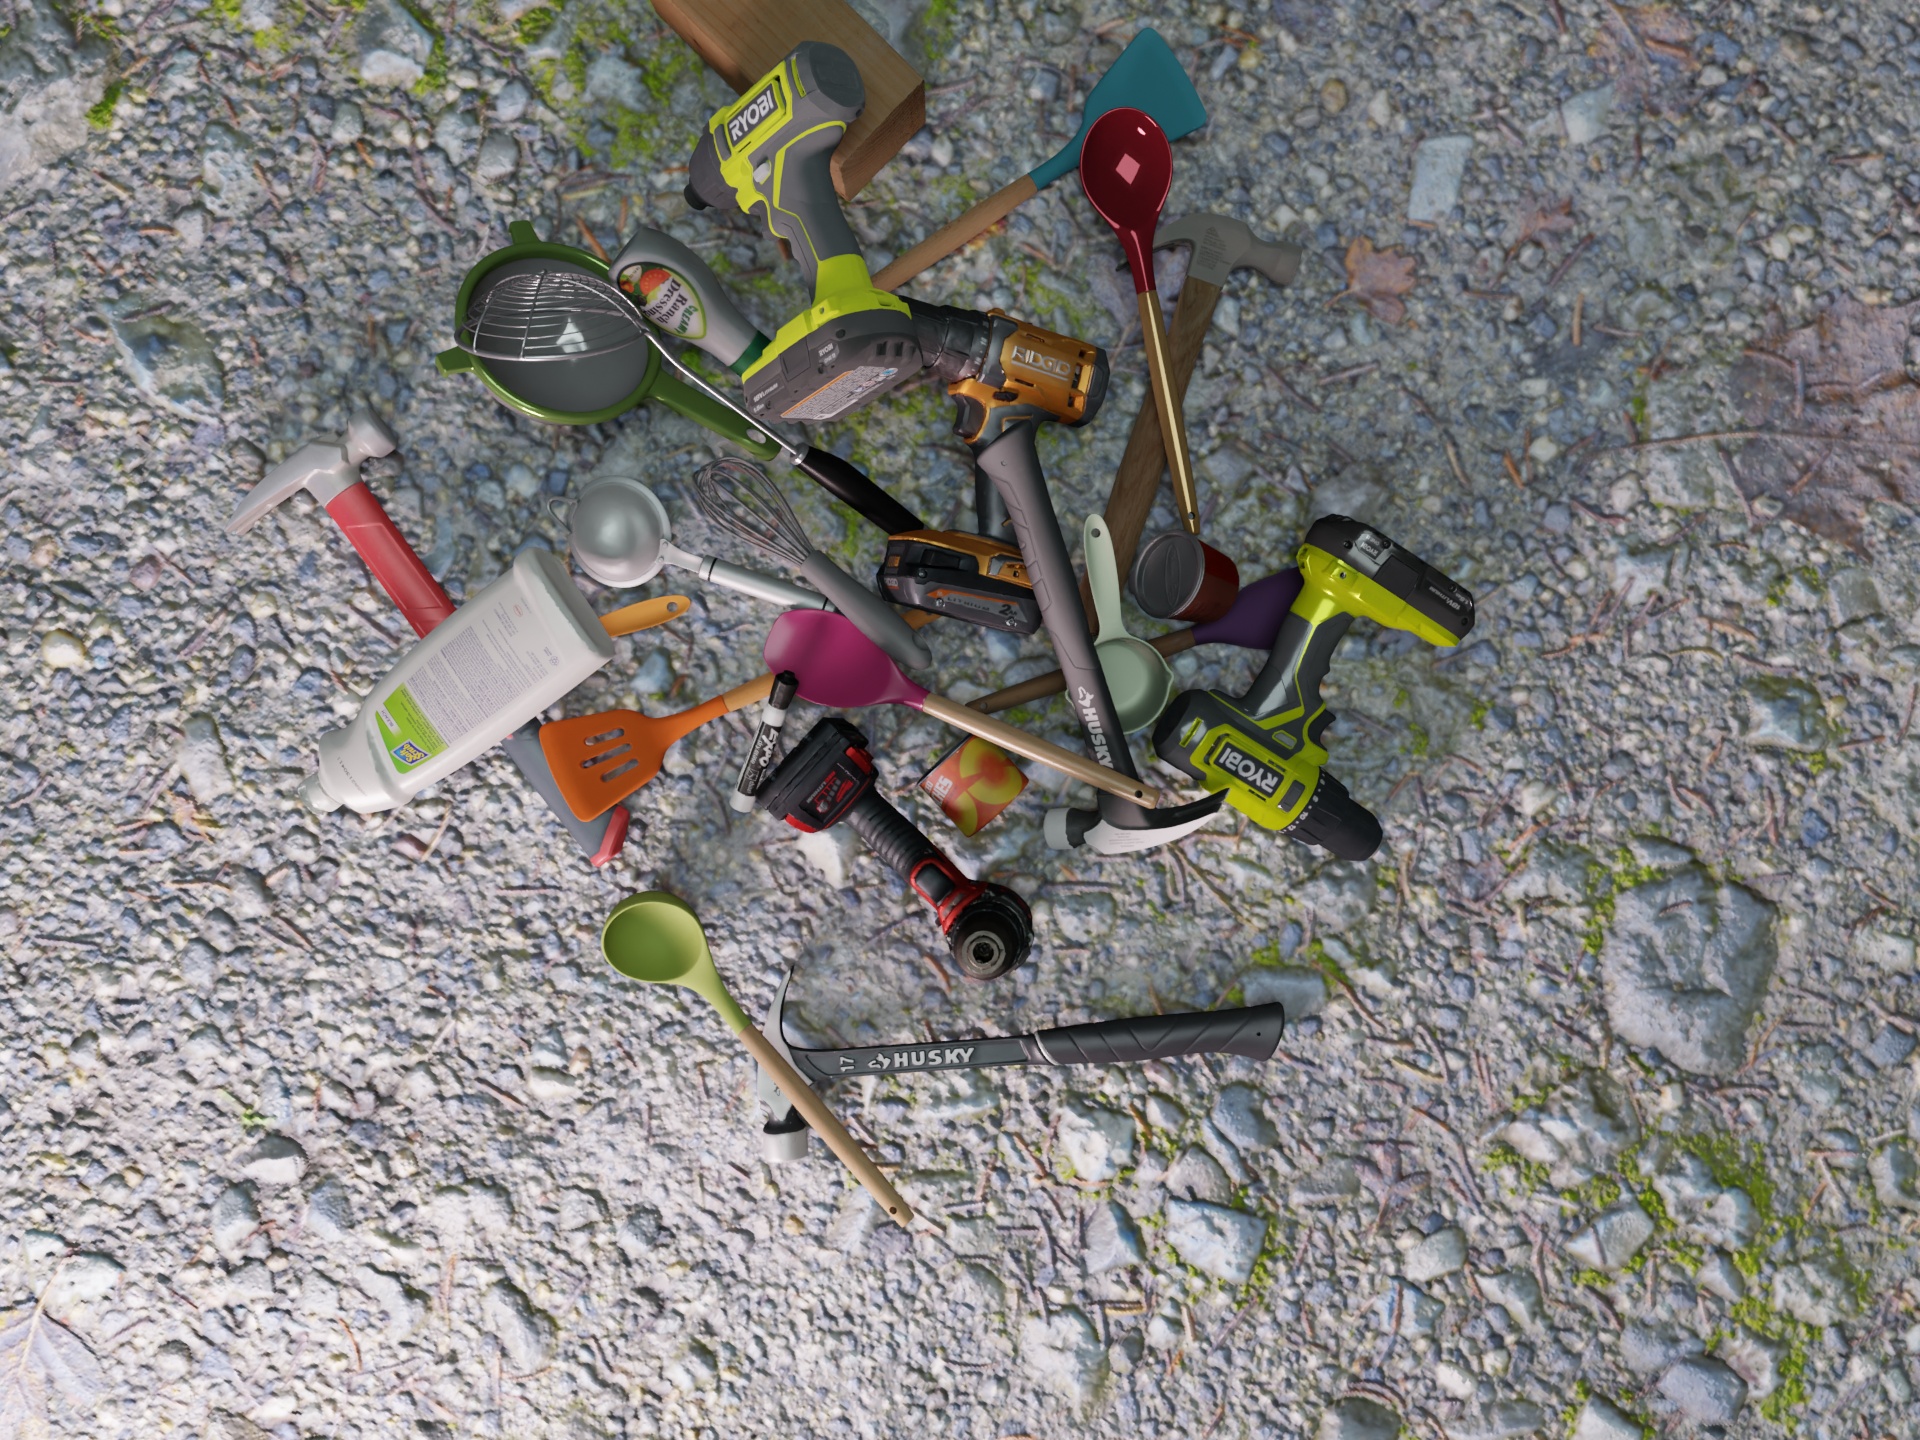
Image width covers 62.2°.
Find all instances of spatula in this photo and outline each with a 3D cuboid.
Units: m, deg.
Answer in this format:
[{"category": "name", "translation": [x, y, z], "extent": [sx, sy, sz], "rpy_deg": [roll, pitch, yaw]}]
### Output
[{"category": "spatula", "translation": [-0.158, -0.023, 1.213], "extent": [0.322, 0.041, 0.081], "rpy_deg": [-24, 89, -1]}, {"category": "spatula", "translation": [0.155, -0.054, 1.225], "extent": [0.316, 0.018, 0.060], "rpy_deg": [-18, 91, -1]}, {"category": "spatula", "translation": [0.033, -0.396, 1.203], "extent": [0.317, 0.044, 0.082], "rpy_deg": [-34, 98, 2]}]

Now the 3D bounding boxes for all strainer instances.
[{"category": "strainer", "translation": [-0.259, -0.253, 1.202], "extent": [0.256, 0.069, 0.152], "rpy_deg": [26, 61, -18]}, {"category": "strainer", "translation": [-0.199, -0.119, 1.207], "extent": [0.258, 0.050, 0.087], "rpy_deg": [19, 109, -1]}]

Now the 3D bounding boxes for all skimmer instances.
[{"category": "skimmer", "translation": [-0.183, -0.206, 1.153], "extent": [0.363, 0.127, 0.090], "rpy_deg": [33, 108, -26]}]

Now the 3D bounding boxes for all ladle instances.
[{"category": "ladle", "translation": [-0.149, 0.253, 1.183], "extent": [0.320, 0.062, 0.078], "rpy_deg": [47, 109, 11]}, {"category": "ladle", "translation": [0.145, -0.293, 1.183], "extent": [0.069, 0.031, 0.315], "rpy_deg": [-11, 94, 3]}]

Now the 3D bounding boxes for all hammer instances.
[{"category": "hammer", "translation": [0.146, -0.225, 1.214], "extent": [0.130, 0.031, 0.331], "rpy_deg": [19, 92, -1]}, {"category": "hammer", "translation": [0.046, 0.249, 1.226], "extent": [0.409, 0.036, 0.149], "rpy_deg": [-5, 91, -1]}, {"category": "hammer", "translation": [0.086, -0.053, 1.131], "extent": [0.146, 0.035, 0.334], "rpy_deg": [-6, 116, 30]}, {"category": "hammer", "translation": [-0.393, -0.042, 1.215], "extent": [0.143, 0.038, 0.386], "rpy_deg": [-36, 91, 2]}]

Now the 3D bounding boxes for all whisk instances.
[{"category": "whisk", "translation": [-0.109, -0.117, 1.184], "extent": [0.239, 0.055, 0.055], "rpy_deg": [42, 91, 13]}]

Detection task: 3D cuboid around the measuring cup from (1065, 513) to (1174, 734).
[{"category": "measuring cup", "translation": [0.109, -0.073, 1.188], "extent": [0.083, 0.038, 0.167], "rpy_deg": [-11, 103, -2]}]

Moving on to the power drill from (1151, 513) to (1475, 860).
[{"category": "power drill", "translation": [0.280, -0.020, 1.194], "extent": [0.190, 0.080, 0.228], "rpy_deg": [31, 97, -9]}]

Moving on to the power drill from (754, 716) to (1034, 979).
[{"category": "power drill", "translation": [-0.038, 0.101, 1.148], "extent": [0.227, 0.188, 0.080], "rpy_deg": [42, 92, 3]}]

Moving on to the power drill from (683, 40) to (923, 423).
[{"category": "power drill", "translation": [-0.118, -0.329, 1.110], "extent": [0.171, 0.080, 0.223], "rpy_deg": [-21, 81, 44]}]

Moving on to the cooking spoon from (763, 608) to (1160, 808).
[{"category": "cooking spoon", "translation": [-0.002, -0.004, 1.170], "extent": [0.319, 0.017, 0.069], "rpy_deg": [23, 92, 13]}]

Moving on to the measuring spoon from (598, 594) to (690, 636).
[{"category": "measuring spoon", "translation": [-0.264, -0.075, 1.230], "extent": [0.117, 0.011, 0.021], "rpy_deg": [-17, 87, -3]}]

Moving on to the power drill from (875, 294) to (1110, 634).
[{"category": "power drill", "translation": [0.002, -0.191, 1.167], "extent": [0.185, 0.084, 0.226], "rpy_deg": [13, 90, -25]}]
